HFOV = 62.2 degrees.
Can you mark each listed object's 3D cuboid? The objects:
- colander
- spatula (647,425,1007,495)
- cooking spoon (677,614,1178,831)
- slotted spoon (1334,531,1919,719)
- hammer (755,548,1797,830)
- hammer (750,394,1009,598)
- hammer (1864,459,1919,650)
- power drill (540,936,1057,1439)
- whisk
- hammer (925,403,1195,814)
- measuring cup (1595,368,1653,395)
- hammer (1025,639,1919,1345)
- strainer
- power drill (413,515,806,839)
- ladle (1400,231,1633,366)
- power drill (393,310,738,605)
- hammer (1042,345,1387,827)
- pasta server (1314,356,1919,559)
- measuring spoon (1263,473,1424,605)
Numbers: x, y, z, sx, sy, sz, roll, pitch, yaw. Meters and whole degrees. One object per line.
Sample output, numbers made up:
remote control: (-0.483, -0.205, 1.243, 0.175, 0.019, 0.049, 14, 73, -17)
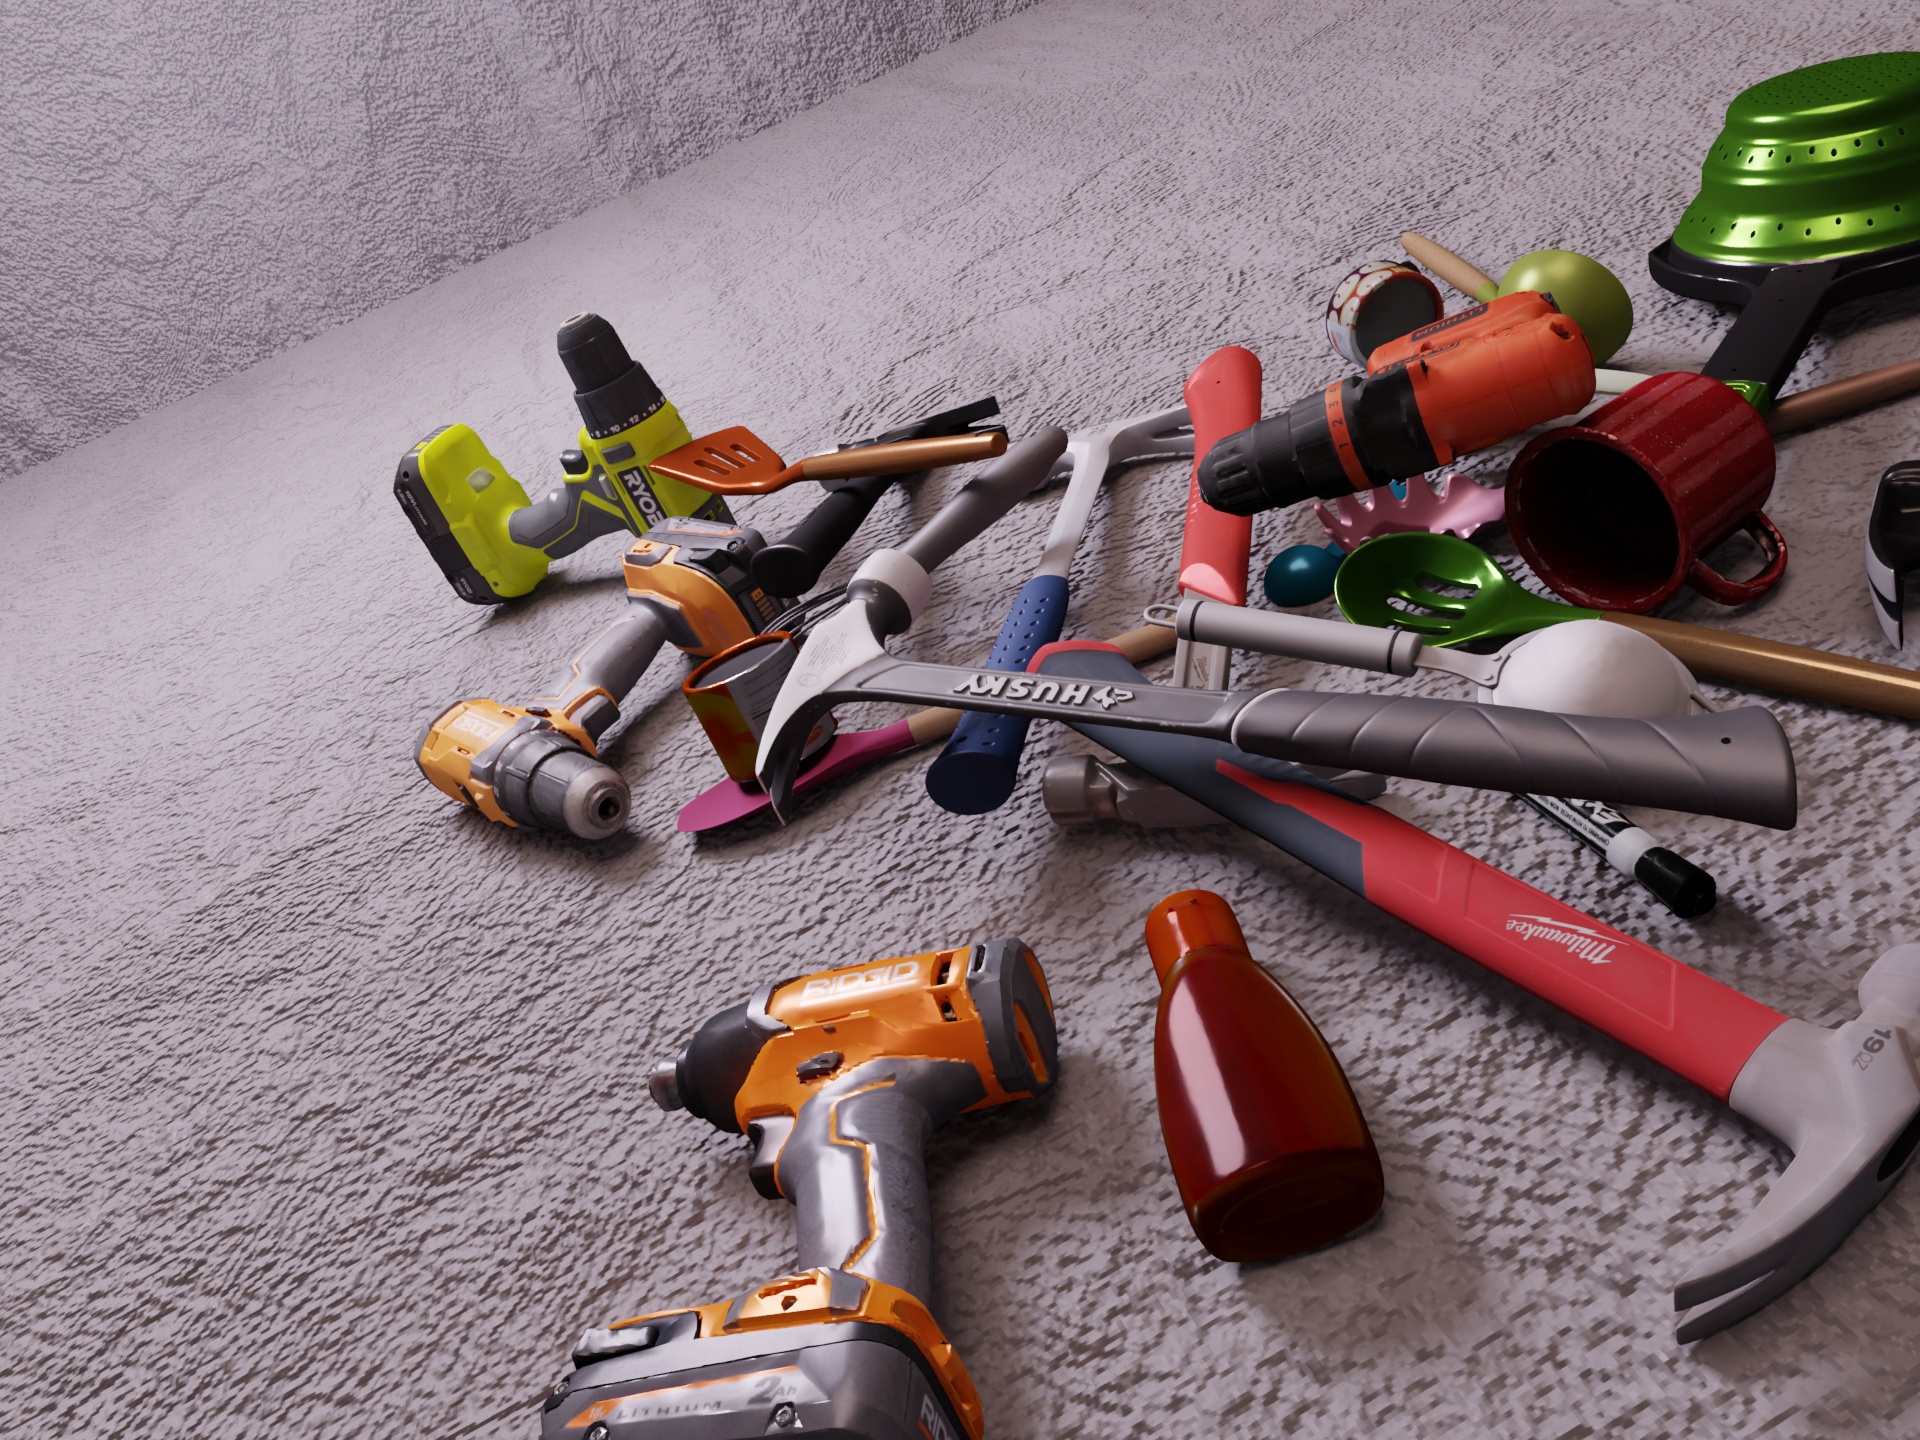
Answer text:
colander: (0.449, -0.271, 0.846, 0.205, 0.094, 0.397, 6, 36, 39)
spatula: (-0.082, -0.164, 0.976, 0.081, 0.041, 0.323, -32, 22, -33)
cooking spoon: (-0.001, -0.003, 0.836, 0.319, 0.017, 0.069, -21, 20, 4)
slotted spoon: (0.296, -0.032, 0.674, 0.314, 0.031, 0.070, 20, 65, 47)
hammer: (0.097, 0.000, 0.616, 0.409, 0.036, 0.149, 7, 48, 32)
hammer: (-0.061, -0.144, 1.015, 0.146, 0.035, 0.335, -15, 19, 16)
hammer: (0.512, -0.077, 0.561, 0.337, 0.034, 0.127, -3, 27, 35)
power drill: (-0.058, 0.170, 0.547, 0.164, 0.084, 0.227, -14, 28, 17)
whisk: (-0.032, -0.087, 0.905, 0.239, 0.055, 0.055, -40, 30, 4)
hammer: (0.054, -0.080, 0.874, 0.144, 0.035, 0.406, -12, 28, 21)
measuring cup: (0.310, -0.176, 0.882, 0.168, 0.038, 0.083, 17, 49, 45)
hammer: (0.142, 0.058, 0.583, 0.143, 0.038, 0.387, -37, 40, -20)
strainer: (0.194, -0.027, 0.665, 0.258, 0.050, 0.087, 12, 50, 30)
power drill: (-0.196, -0.022, 0.941, 0.185, 0.084, 0.226, 15, 52, 47)
ladle: (0.340, -0.287, 1.018, 0.062, 0.078, 0.320, -38, 21, 16)
power drill: (-0.292, -0.180, 1.149, 0.228, 0.190, 0.080, -11, 30, 28)
hammer: (0.140, -0.086, 0.813, 0.149, 0.036, 0.359, -8, 41, 22)
pasta server: (0.337, -0.135, 0.797, 0.316, 0.040, 0.060, -17, 43, 8)
measuring spoon: (0.207, -0.106, 0.851, 0.128, 0.021, 0.042, -41, 35, -24)
